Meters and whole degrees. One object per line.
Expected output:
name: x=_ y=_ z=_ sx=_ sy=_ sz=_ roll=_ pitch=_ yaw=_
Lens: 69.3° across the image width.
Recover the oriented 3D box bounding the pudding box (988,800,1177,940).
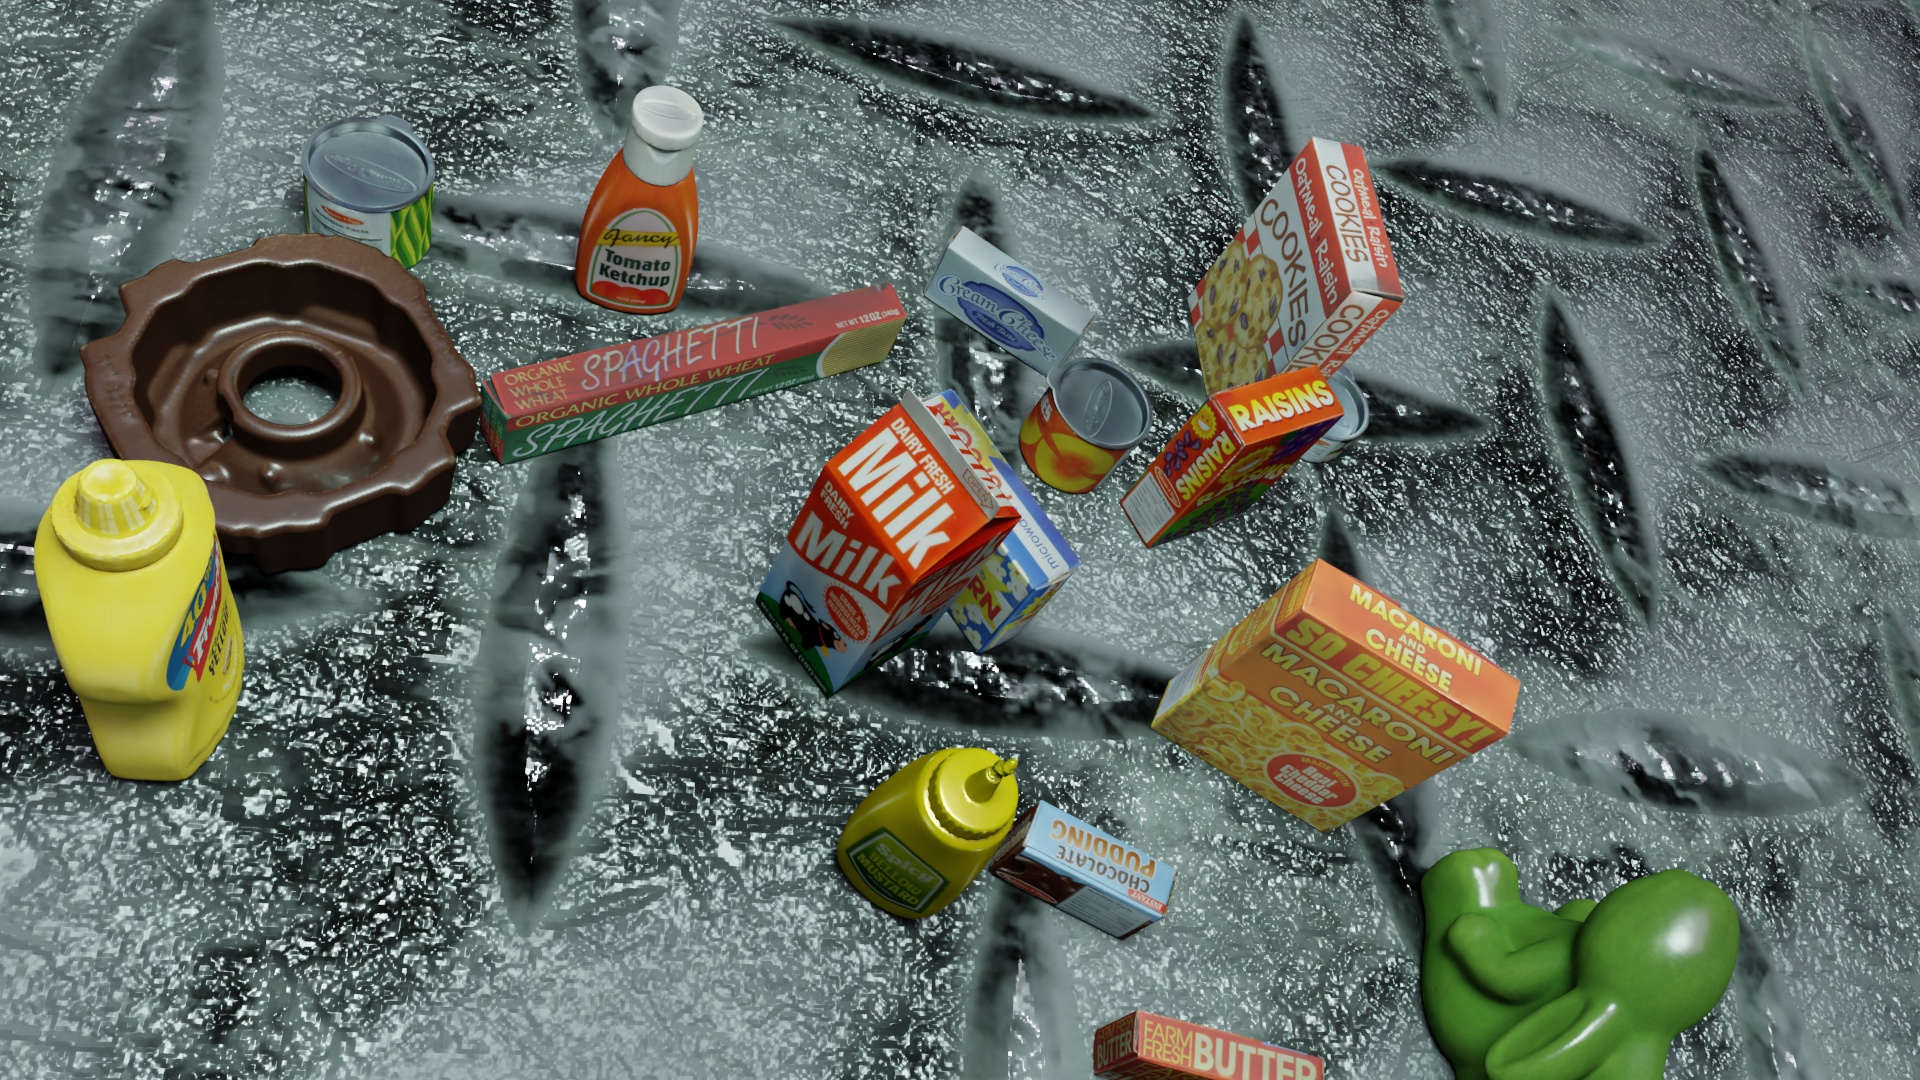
pudding box: x=0.063 y=0.172 z=0.720 sx=0.084 sy=0.049 sz=0.030 roll=28 pitch=55 yaw=-5

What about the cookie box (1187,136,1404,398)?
cookie box: x=0.212 y=-0.157 z=0.900 sx=0.040 sy=0.166 sz=0.123 roll=6 pitch=60 yaw=-19

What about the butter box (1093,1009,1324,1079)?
butter box: x=0.122 y=0.261 z=0.691 sx=0.103 sy=0.053 sz=0.024 roll=18 pitch=57 yaw=-12

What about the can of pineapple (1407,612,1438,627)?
can of pineapple: x=0.263 y=0.087 z=0.846 sx=0.071 sy=0.057 sz=0.071 roll=10 pitch=59 yaw=-17

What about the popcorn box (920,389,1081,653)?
popcorn box: x=0.003 y=-0.010 z=0.779 sx=0.038 sy=0.084 sz=0.127 roll=-28 pitch=75 yaw=-32

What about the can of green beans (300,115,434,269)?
can of green beans: x=-0.325 y=-0.188 z=0.765 sx=0.071 sy=0.057 sz=0.071 roll=10 pitch=59 yaw=-17

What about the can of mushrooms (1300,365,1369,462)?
can of mushrooms: x=0.245 y=-0.090 z=0.956 sx=0.071 sy=0.033 sz=0.071 roll=10 pitch=58 yaw=-17

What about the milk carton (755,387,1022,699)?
milk carton: x=-0.034 y=0.001 z=0.693 sx=0.074 sy=0.189 sz=0.072 roll=-31 pitch=77 yaw=-33

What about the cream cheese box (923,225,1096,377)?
cream cheese box: x=0.030 y=-0.152 z=0.892 sx=0.104 sy=0.053 sz=0.024 roll=34 pitch=55 yaw=-1

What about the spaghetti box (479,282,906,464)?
spaghetti box: x=-0.146 y=-0.098 z=0.791 sx=0.251 sy=0.050 sz=0.029 roll=-20 pitch=71 yaw=-30

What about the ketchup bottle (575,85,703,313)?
ketchup bottle: x=-0.174 y=-0.186 z=0.770 sx=0.065 sy=0.148 sz=0.044 roll=7 pitch=60 yaw=-19

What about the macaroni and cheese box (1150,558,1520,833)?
macaroni and cheese box: x=0.196 y=0.088 z=0.752 sx=0.124 sy=0.165 sz=0.040 roll=31 pitch=55 yaw=-3

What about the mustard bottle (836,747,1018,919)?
mustard bottle: x=-0.010 y=0.130 z=0.647 sx=0.065 sy=0.159 sz=0.049 roll=38 pitch=55 yaw=2

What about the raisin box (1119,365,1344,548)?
raisin box: x=0.163 y=-0.050 z=0.845 sx=0.086 sy=0.122 sz=0.040 roll=-17 pitch=70 yaw=-29

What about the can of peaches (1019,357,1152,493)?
can of peaches: x=0.075 y=-0.072 z=0.861 sx=0.071 sy=0.057 sz=0.071 roll=10 pitch=59 yaw=-17
